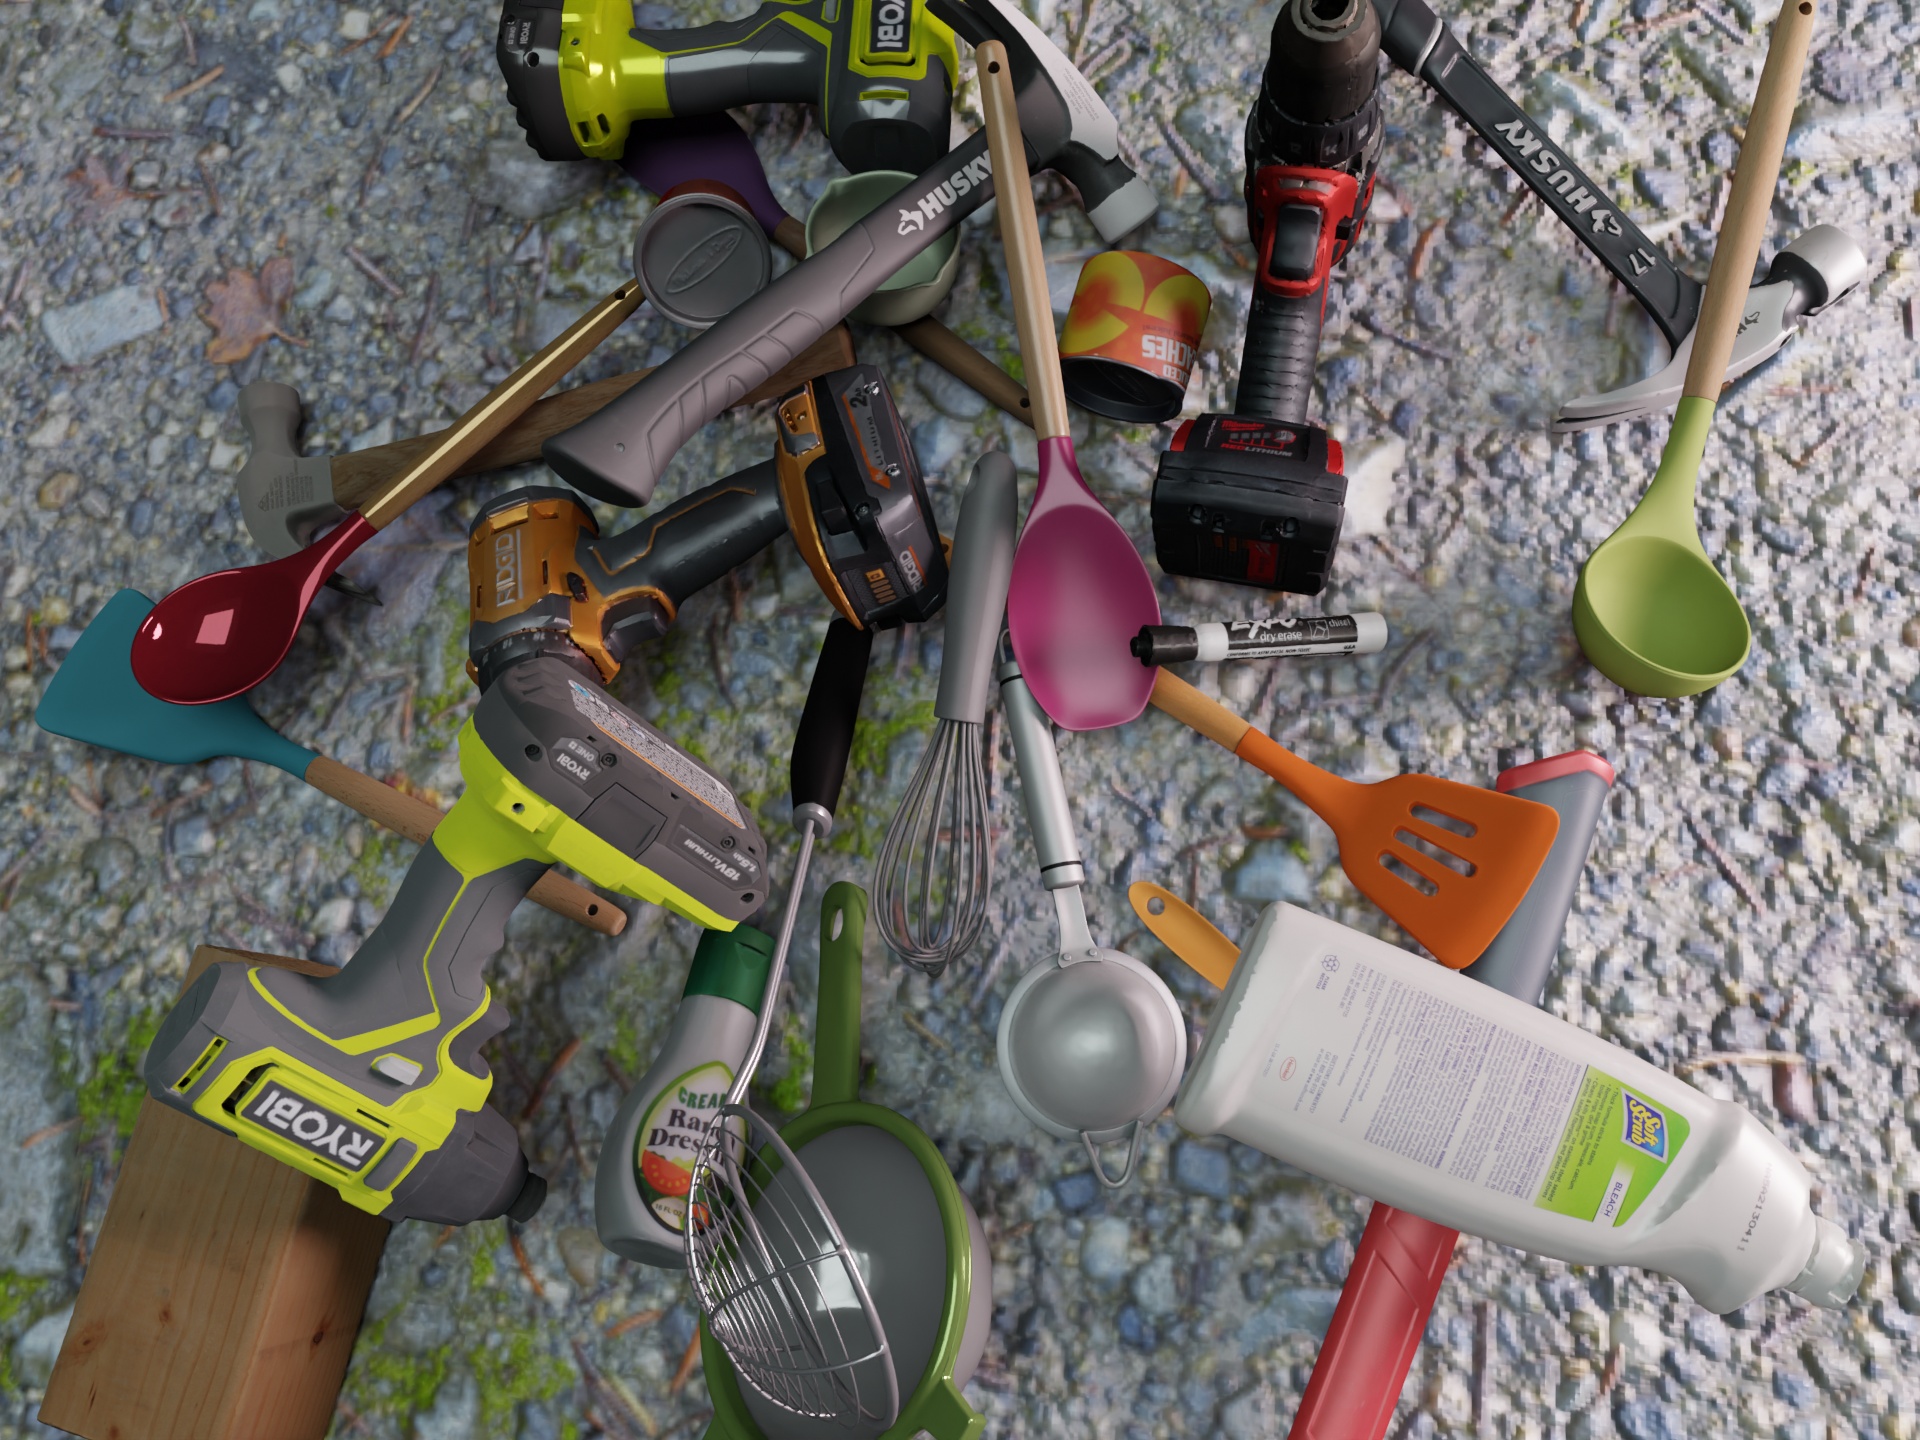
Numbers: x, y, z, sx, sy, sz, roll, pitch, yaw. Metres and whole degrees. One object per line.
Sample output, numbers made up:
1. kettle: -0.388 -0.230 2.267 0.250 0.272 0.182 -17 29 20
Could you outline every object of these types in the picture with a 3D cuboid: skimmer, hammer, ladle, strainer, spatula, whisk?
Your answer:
1. skimmer: -0.045 0.099 0.669 0.090 0.127 0.364 11 53 -3
2. hammer: 0.239 -0.315 0.784 0.149 0.036 0.409 -36 73 1
3. ladle: 0.333 -0.166 0.688 0.078 0.062 0.320 13 92 -5
4. hammer: 0.211 0.197 0.663 0.143 0.038 0.386 21 81 13
5. strainer: -0.038 0.196 0.697 0.151 0.069 0.257 -24 52 34
6. spatula: 0.109 -0.007 0.726 0.323 0.041 0.081 33 87 17
7. hammer: -0.215 -0.149 0.821 0.331 0.031 0.130 -13 74 6
8. ladle: -0.277 -0.118 0.794 0.315 0.031 0.069 -42 77 -5
9. whisk: -0.001 -0.002 0.716 0.055 0.055 0.239 9 92 11
10. spatula: -0.304 0.033 0.786 0.317 0.044 0.082 24 75 13
11. hammer: -0.054 -0.208 0.717 0.335 0.035 0.146 -44 105 -25
12. spatula: -0.072 -0.244 0.827 0.316 0.018 0.060 40 87 17
13. strainer: 0.047 0.078 0.713 0.087 0.050 0.259 -9 74 -11

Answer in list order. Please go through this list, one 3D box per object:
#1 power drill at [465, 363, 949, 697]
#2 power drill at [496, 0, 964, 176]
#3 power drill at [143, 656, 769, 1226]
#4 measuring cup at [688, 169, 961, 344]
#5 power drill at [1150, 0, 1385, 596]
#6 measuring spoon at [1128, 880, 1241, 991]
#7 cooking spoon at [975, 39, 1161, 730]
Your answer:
1. power drill: -0.122 -0.058 0.734 0.226 0.084 0.186 -19 50 6
2. power drill: -0.111 -0.371 0.831 0.228 0.080 0.191 1 69 4
3. power drill: -0.189 0.101 0.652 0.171 0.080 0.223 39 95 -28
4. measuring cup: -0.072 -0.204 0.780 0.167 0.038 0.083 -38 71 -13
5. power drill: 0.142 -0.183 0.692 0.080 0.187 0.227 10 82 11
6. measuring spoon: 0.121 0.112 0.714 0.117 0.011 0.021 40 90 19
7. cooking spoon: 0.039 -0.154 0.728 0.069 0.017 0.319 -9 89 7
